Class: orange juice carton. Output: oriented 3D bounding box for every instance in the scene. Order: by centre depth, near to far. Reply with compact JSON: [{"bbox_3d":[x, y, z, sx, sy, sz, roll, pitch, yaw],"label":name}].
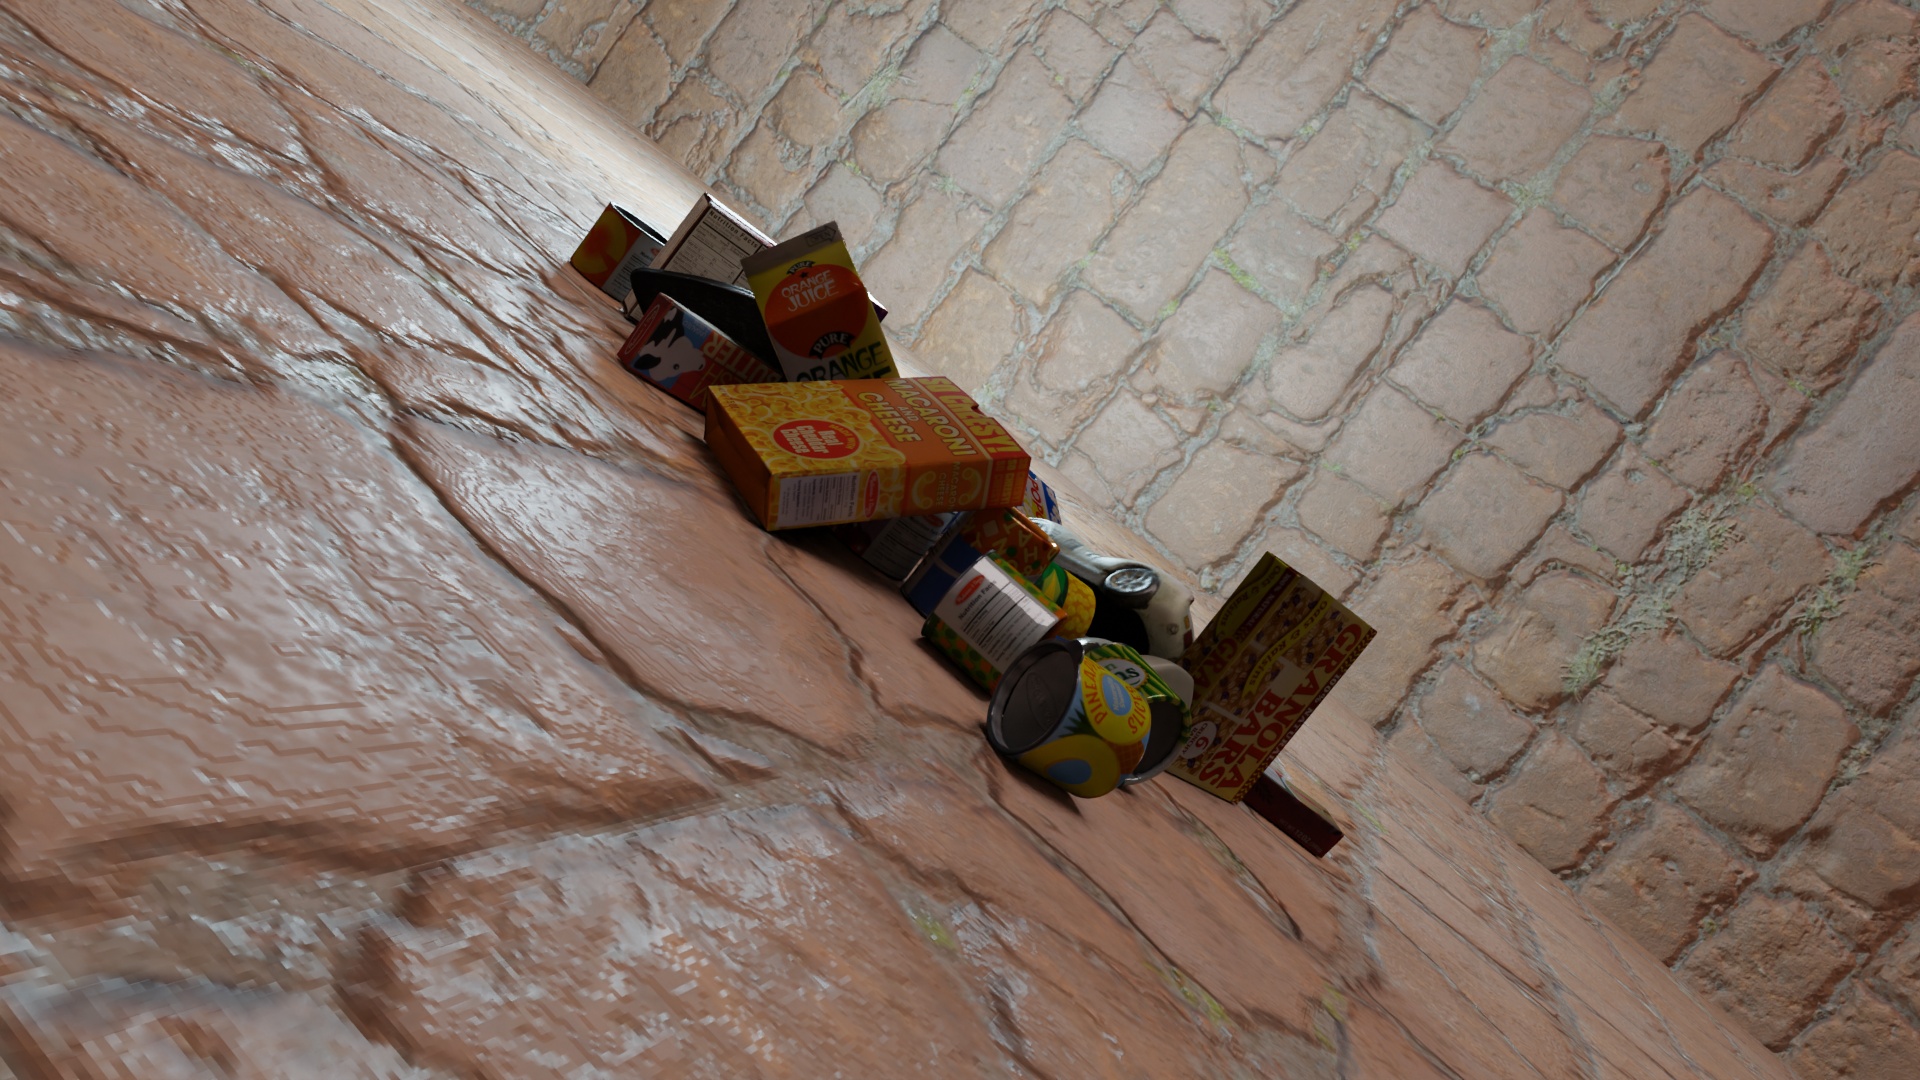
[{"bbox_3d":[-0.082,-0.116,0.955,0.073,0.072,0.192,-121,-171,-70],"label":"orange juice carton"}]

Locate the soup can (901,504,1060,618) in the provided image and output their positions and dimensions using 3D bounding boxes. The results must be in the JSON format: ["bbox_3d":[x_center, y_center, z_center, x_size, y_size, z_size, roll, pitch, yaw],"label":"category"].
[{"bbox_3d":[0.016,0.020,0.888,0.071,0.083,0.071,38,8,-6],"label":"soup can"}]

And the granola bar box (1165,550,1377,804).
[{"bbox_3d":[0.208,0.101,0.992,0.124,0.165,0.039,31,10,-44],"label":"granola bar box"}]

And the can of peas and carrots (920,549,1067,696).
[{"bbox_3d":[0.020,0.049,0.810,0.059,0.071,0.071,41,8,13],"label":"can of peas and carrots"}]

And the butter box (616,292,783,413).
[{"bbox_3d":[-0.173,-0.117,0.933,0.103,0.053,0.024,32,7,-43],"label":"butter box"}]

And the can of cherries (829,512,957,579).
[{"bbox_3d":[-0.046,-0.018,0.915,0.071,0.058,0.071,37,9,-6],"label":"can of cherries"}]

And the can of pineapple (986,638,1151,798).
[{"bbox_3d":[0.058,0.092,0.721,0.058,0.071,0.071,34,9,-29],"label":"can of pineapple"}]

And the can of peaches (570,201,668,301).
[{"bbox_3d":[-0.270,-0.229,1.113,0.071,0.058,0.071,37,8,-6],"label":"can of peaches"}]

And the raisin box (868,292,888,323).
[{"bbox_3d":[-0.128,-0.164,1.137,0.040,0.123,0.086,45,10,37],"label":"raisin box"}]

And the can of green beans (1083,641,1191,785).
[{"bbox_3d":[0.096,0.104,0.834,0.071,0.071,0.058,32,10,-38],"label":"can of green beans"}]

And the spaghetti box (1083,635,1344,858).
[{"bbox_3d":[0.190,0.158,1.082,0.250,0.028,0.050,37,8,-7],"label":"spaghetti box"}]

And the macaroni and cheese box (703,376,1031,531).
[{"bbox_3d":[-0.058,-0.058,0.852,0.167,0.040,0.124,-6,32,-27],"label":"macaroni and cheese box"}]

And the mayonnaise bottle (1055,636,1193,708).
[{"bbox_3d":[0.092,0.094,0.899,0.148,0.065,0.041,26,-7,-42],"label":"mayonnaise bottle"}]

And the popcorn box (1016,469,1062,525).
[{"bbox_3d":[0.054,-0.009,1.188,0.085,0.038,0.127,39,30,-40],"label":"popcorn box"}]

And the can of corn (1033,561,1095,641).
[{"bbox_3d":[0.051,0.047,0.966,0.058,0.071,0.071,35,8,-25],"label":"can of corn"}]
